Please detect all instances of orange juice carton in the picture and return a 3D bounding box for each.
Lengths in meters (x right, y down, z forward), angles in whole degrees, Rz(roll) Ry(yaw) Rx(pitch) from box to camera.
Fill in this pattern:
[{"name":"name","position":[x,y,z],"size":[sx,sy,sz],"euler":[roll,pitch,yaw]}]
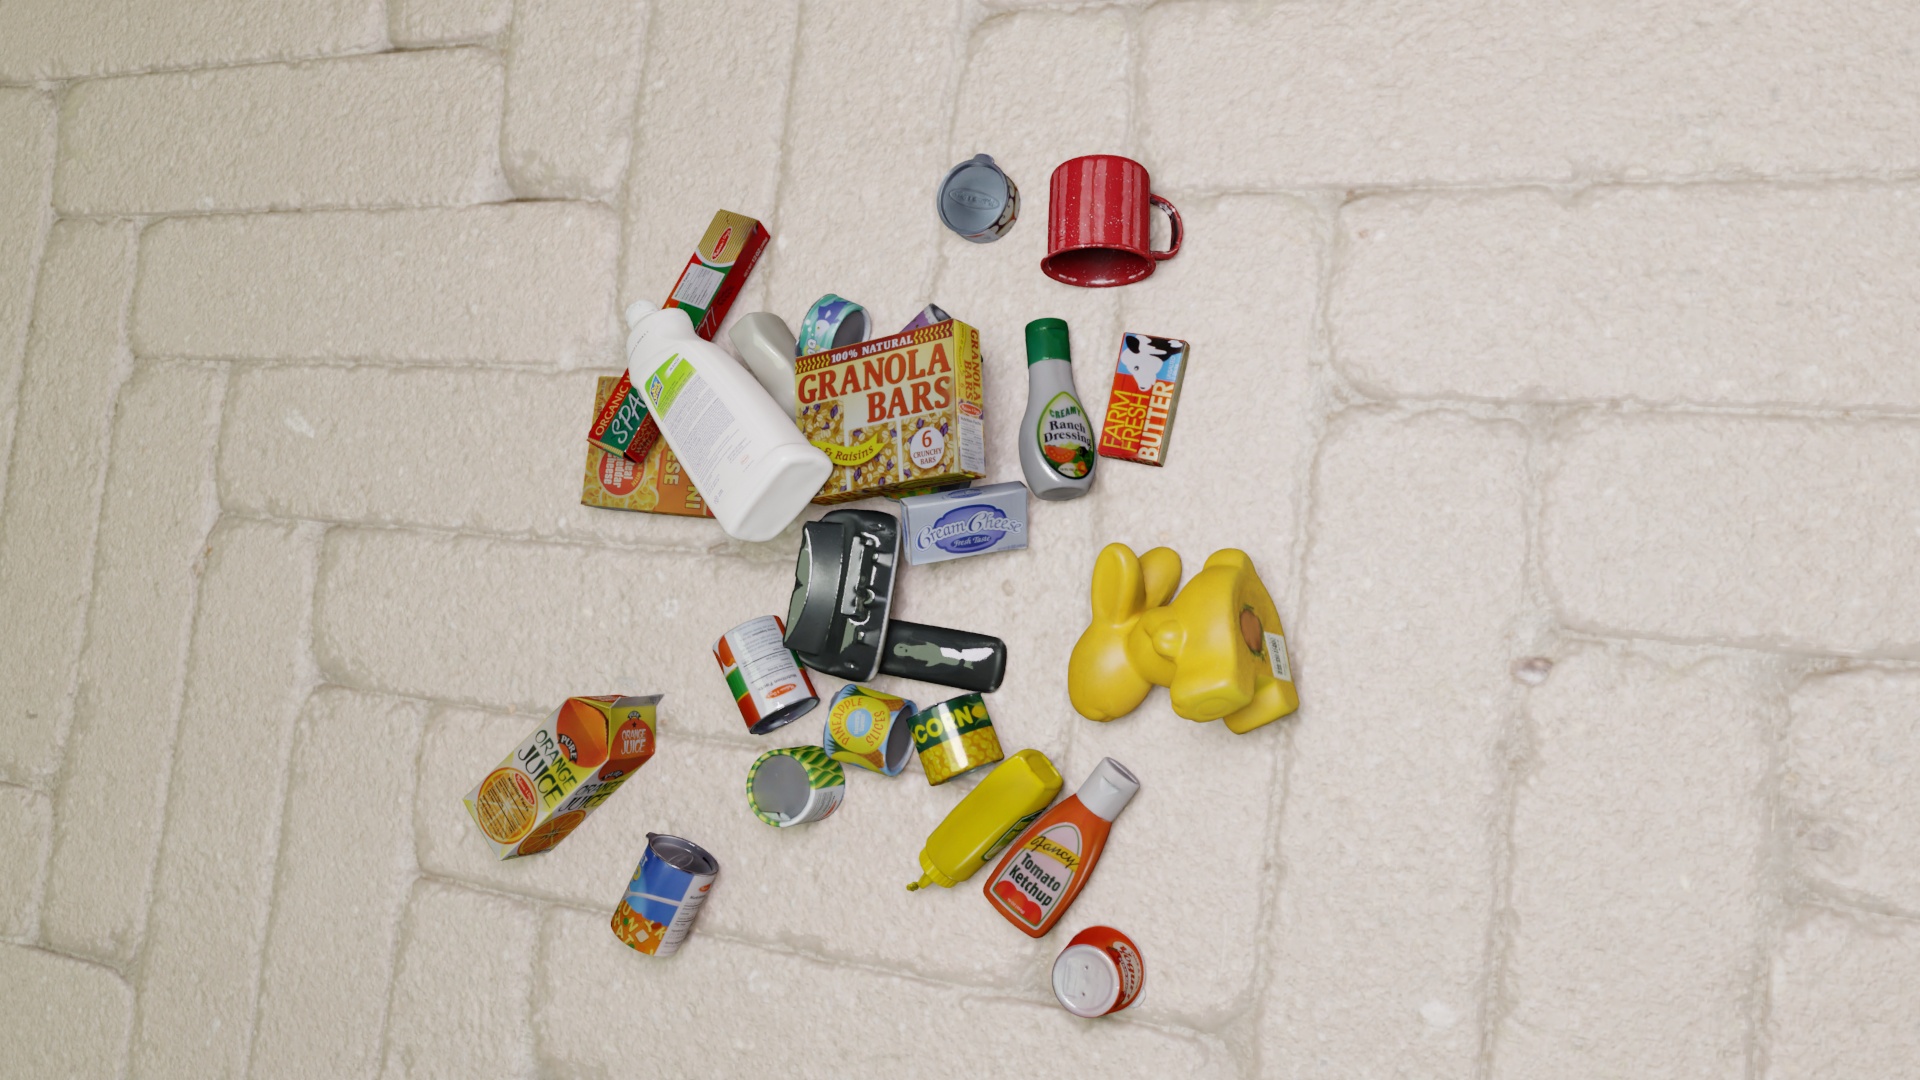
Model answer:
[{"name":"orange juice carton","position":[-0.352,0.202,1.262],"size":[0.192,0.072,0.073],"euler":[-43,71,13]}]

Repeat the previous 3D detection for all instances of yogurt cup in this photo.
[{"name":"yogurt cup","position":[0.104,0.336,1.075],"size":[0.072,0.054,0.072],"euler":[-3,83,22]}]

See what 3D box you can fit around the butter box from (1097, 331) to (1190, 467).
[{"name":"butter box","position":[0.148,-0.114,1.122],"size":[0.053,0.024,0.103],"euler":[13,89,22]}]

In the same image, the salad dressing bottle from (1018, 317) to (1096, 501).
[{"name":"salad dressing bottle","position":[0.076,-0.108,1.135],"size":[0.044,0.064,0.148],"euler":[147,122,-61]}]

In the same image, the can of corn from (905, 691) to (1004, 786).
[{"name":"can of corn","position":[-0.005,0.161,1.128],"size":[0.071,0.071,0.058],"euler":[-25,77,18]}]

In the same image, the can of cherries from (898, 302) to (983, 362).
[{"name":"can of cherries","position":[-0.024,-0.158,1.176],"size":[0.058,0.071,0.071],"euler":[-41,72,14]}]

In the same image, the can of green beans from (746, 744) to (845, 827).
[{"name":"can of green beans","position":[-0.141,0.209,1.184],"size":[0.071,0.058,0.071],"euler":[-2,83,22]}]

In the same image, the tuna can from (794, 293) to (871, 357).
[{"name":"tuna can","position":[-0.110,-0.177,1.208],"size":[0.033,0.071,0.071],"euler":[25,94,22]}]

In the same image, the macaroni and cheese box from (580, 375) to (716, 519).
[{"name":"macaroni and cheese box","position":[-0.262,-0.085,1.275],"size":[0.166,0.040,0.123],"euler":[5,86,23]}]

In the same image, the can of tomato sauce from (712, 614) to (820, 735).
[{"name":"can of tomato sauce","position":[-0.169,0.117,1.203],"size":[0.071,0.071,0.083],"euler":[-33,73,16]}]

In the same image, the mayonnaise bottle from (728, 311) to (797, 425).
[{"name":"mayonnaise bottle","position":[-0.145,-0.133,1.223],"size":[0.041,0.065,0.148],"euler":[-38,76,22]}]

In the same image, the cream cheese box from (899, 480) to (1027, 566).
[{"name":"cream cheese box","position":[0.004,-0.014,1.131],"size":[0.104,0.024,0.053],"euler":[-9,113,-14]}]

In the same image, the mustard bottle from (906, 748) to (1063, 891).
[{"name":"mustard bottle","position":[0.013,0.235,1.120],"size":[0.160,0.065,0.049],"euler":[-47,69,17]}]

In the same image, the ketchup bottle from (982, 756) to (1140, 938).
[{"name":"ketchup bottle","position":[0.084,0.239,1.100],"size":[0.065,0.043,0.148],"euler":[39,98,16]}]

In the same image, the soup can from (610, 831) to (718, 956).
[{"name":"soup can","position":[-0.262,0.309,1.217],"size":[0.071,0.071,0.083],"euler":[29,96,22]}]

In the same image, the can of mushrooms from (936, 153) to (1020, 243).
[{"name":"can of mushrooms","position":[0.017,-0.292,1.190],"size":[0.071,0.033,0.071],"euler":[-2,83,22]}]

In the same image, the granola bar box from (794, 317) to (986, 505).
[{"name":"granola bar box","position":[-0.060,-0.100,1.121],"size":[0.165,0.039,0.124],"euler":[-9,78,34]}]

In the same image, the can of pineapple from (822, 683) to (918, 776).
[{"name":"can of pineapple","position":[-0.074,0.158,1.157],"size":[0.058,0.071,0.071],"euler":[12,89,22]}]

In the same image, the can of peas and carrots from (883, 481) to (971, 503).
[{"name":"can of peas and carrots","position":[-0.029,-0.063,1.164],"size":[0.059,0.071,0.071],"euler":[11,89,23]}]

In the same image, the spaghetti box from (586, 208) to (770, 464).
[{"name":"spaghetti box","position":[-0.254,-0.185,1.256],"size":[0.050,0.028,0.250],"euler":[22,79,27]}]
